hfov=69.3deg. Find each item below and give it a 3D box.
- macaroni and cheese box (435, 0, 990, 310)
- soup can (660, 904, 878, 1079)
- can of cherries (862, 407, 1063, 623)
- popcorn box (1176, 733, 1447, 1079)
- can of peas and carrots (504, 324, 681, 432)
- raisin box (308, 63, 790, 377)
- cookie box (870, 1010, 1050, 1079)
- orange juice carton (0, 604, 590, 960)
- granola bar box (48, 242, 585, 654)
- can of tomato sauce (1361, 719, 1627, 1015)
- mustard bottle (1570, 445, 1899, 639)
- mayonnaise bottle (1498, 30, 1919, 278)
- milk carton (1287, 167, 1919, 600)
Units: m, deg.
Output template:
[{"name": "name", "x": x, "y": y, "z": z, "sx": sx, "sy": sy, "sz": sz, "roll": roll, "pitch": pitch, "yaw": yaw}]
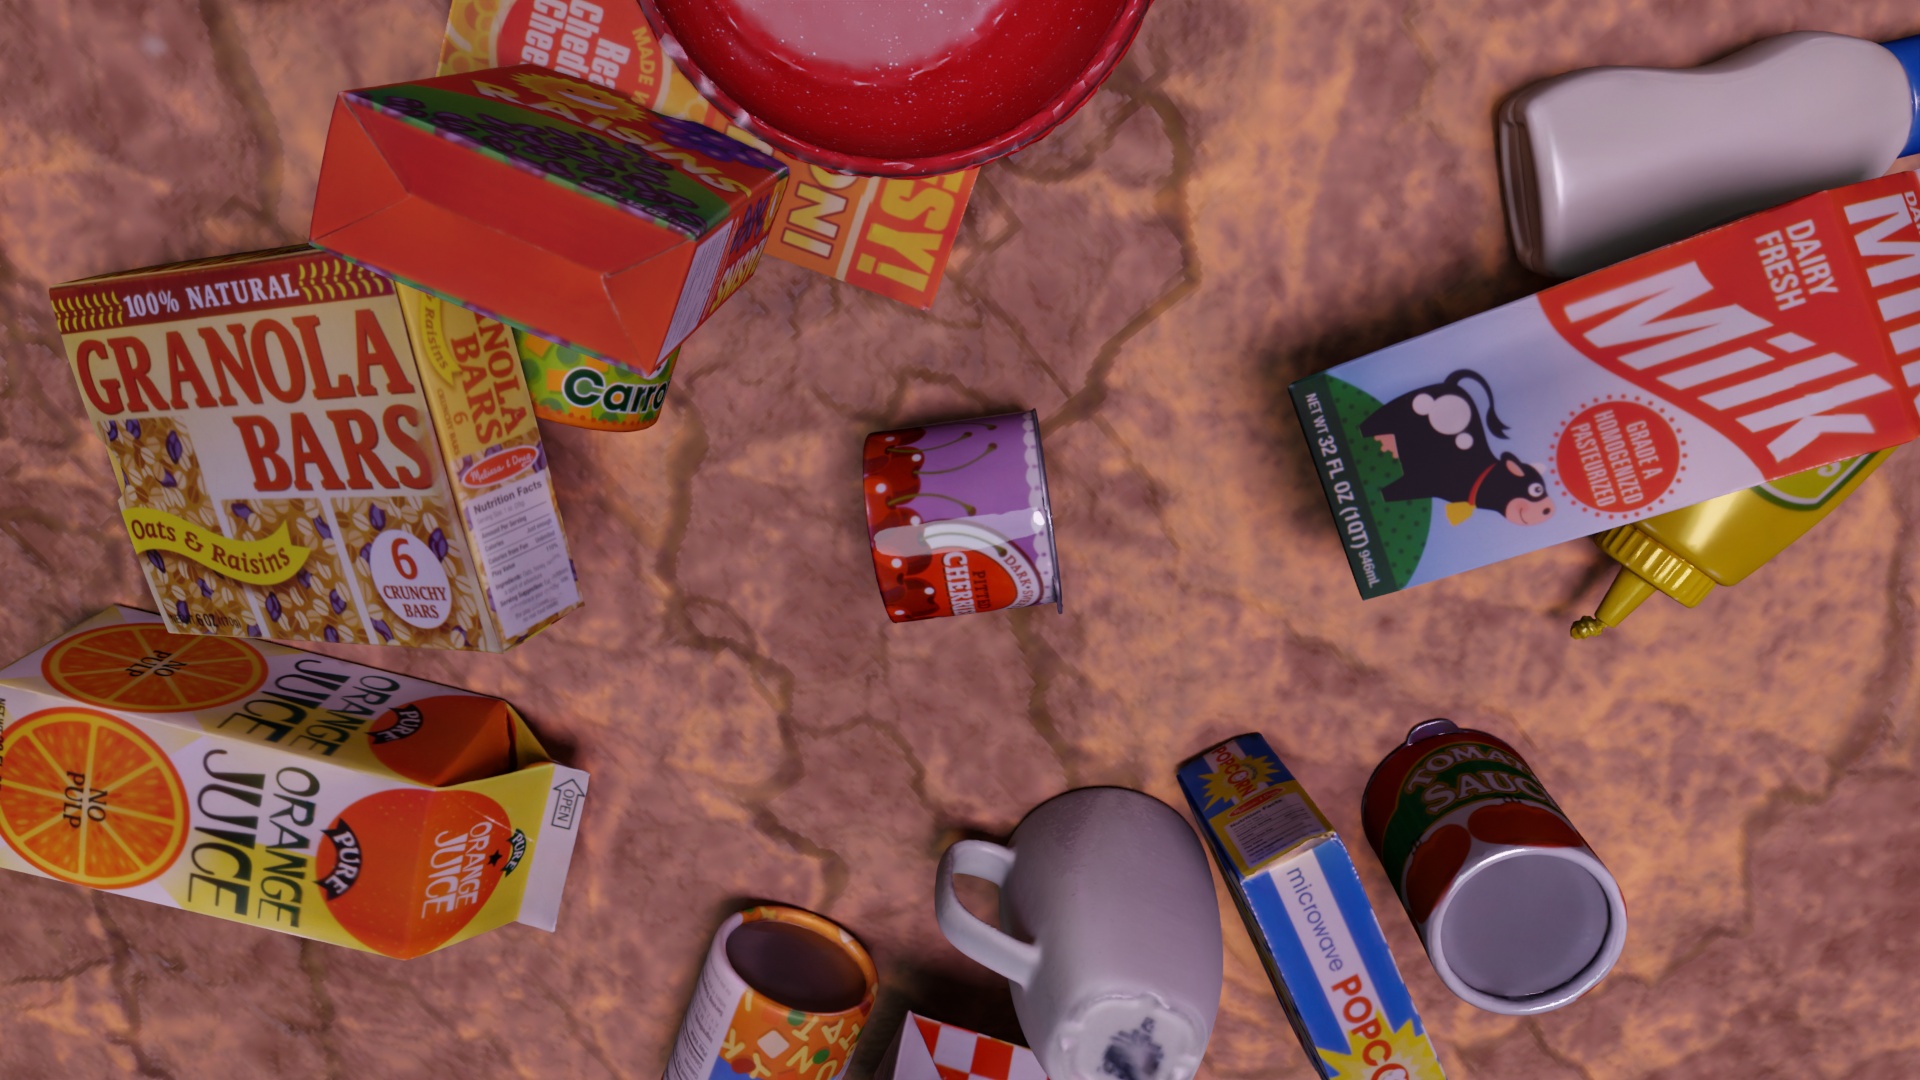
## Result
[{"name": "macaroni and cheese box", "x": -0.067, "y": -0.159, "z": 0.434, "sx": 0.166, "sy": 0.040, "sz": 0.123, "roll": 20, "pitch": 108, "yaw": -4}, {"name": "soup can", "x": -0.072, "y": 0.193, "z": 0.531, "sx": 0.071, "sy": 0.071, "sz": 0.083, "roll": 20, "pitch": 107, "yaw": -5}, {"name": "can of cherries", "x": 0.002, "y": -0.006, "z": 0.464, "sx": 0.058, "sy": 0.072, "sz": 0.071, "roll": -7, "pitch": 107, "yaw": 4}, {"name": "popcorn box", "x": 0.126, "y": 0.143, "z": 0.498, "sx": 0.038, "sy": 0.085, "sz": 0.126, "roll": -26, "pitch": 105, "yaw": 1}, {"name": "can of peas and carrots", "x": -0.119, "y": -0.073, "z": 0.447, "sx": 0.071, "sy": 0.071, "sz": 0.058, "roll": 20, "pitch": 108, "yaw": -5}, {"name": "raisin box", "x": -0.101, "y": -0.092, "z": 0.370, "sx": 0.086, "sy": 0.124, "sz": 0.040, "roll": 21, "pitch": 111, "yaw": -4}, {"name": "cookie box", "x": 0.013, "y": 0.252, "z": 0.529, "sx": 0.123, "sy": 0.040, "sz": 0.166, "roll": 18, "pitch": 130, "yaw": -4}, {"name": "orange juice carton", "x": -0.233, "y": 0.090, "z": 0.498, "sx": 0.193, "sy": 0.073, "sz": 0.071, "roll": 15, "pitch": 107, "yaw": -4}, {"name": "granola bar box", "x": -0.208, "y": -0.030, "z": 0.443, "sx": 0.165, "sy": 0.039, "sz": 0.123, "roll": 0, "pitch": 109, "yaw": 29}, {"name": "can of tomato sauce", "x": 0.185, "y": 0.113, "z": 0.490, "sx": 0.071, "sy": 0.083, "sz": 0.071, "roll": 0, "pitch": 108, "yaw": 1}, {"name": "mustard bottle", "x": 0.261, "y": -0.026, "z": 0.463, "sx": 0.065, "sy": 0.049, "sz": 0.159, "roll": 33, "pitch": 105, "yaw": -3}, {"name": "mayonnaise bottle", "x": 0.250, "y": -0.128, "z": 0.437, "sx": 0.148, "sy": 0.041, "sz": 0.064, "roll": -13, "pitch": 107, "yaw": 4}, {"name": "milk carton", "x": 0.204, "y": -0.045, "z": 0.414, "sx": 0.190, "sy": 0.073, "sz": 0.072, "roll": -20, "pitch": 86, "yaw": 22}]
